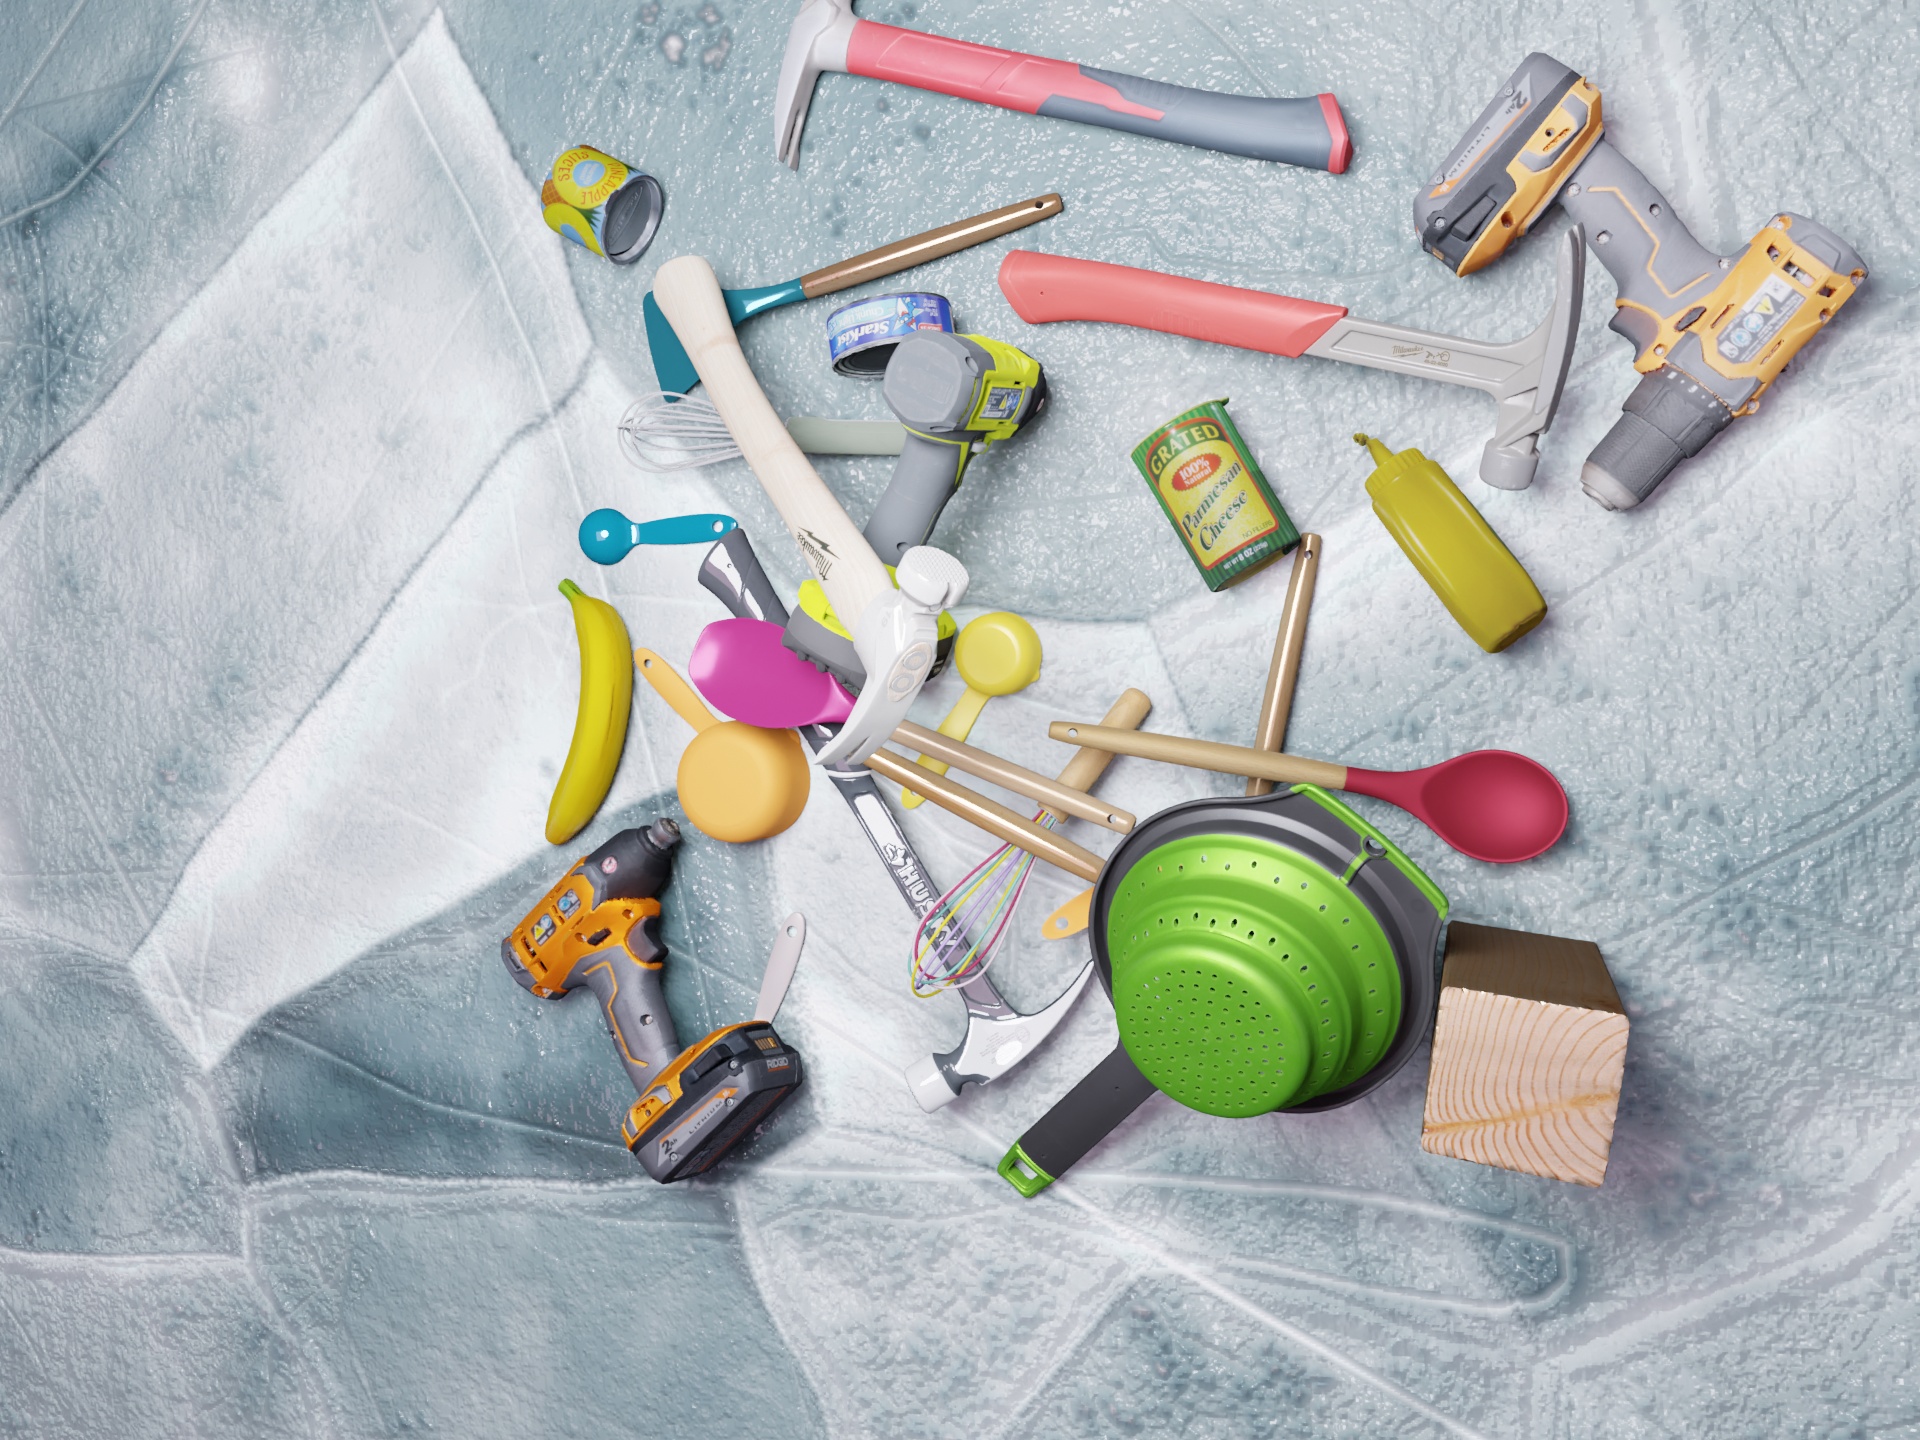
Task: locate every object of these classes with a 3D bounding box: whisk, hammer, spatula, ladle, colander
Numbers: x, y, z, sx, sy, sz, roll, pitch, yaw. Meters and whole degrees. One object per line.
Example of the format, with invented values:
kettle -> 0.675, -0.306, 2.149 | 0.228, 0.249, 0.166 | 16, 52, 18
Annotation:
whisk -> 0.045, 0.079, 1.031 | 0.047, 0.051, 0.245 | 41, 82, -25
hammer -> 0.060, -0.396, 1.037 | 0.386, 0.038, 0.143 | 19, 99, 17
spatula -> -0.080, -0.305, 1.096 | 0.317, 0.044, 0.082 | -14, 86, 13
hammer -> 0.185, -0.251, 0.964 | 0.359, 0.037, 0.149 | 19, 124, 26
ladle -> 0.210, 0.032, 0.977 | 0.315, 0.031, 0.069 | 10, 84, 3
colander -> 0.114, 0.205, 0.941 | 0.204, 0.094, 0.397 | 41, 128, 6
whisk -> -0.125, -0.199, 1.103 | 0.246, 0.057, 0.059 | 3, 85, 13
hammer -> -0.119, -0.156, 0.986 | 0.146, 0.038, 0.411 | -60, 44, 32
hammer -> -0.061, 0.050, 1.072 | 0.149, 0.036, 0.409 | -30, 84, 1
ladle -> 0.191, 0.039, 1.004 | 0.078, 0.062, 0.320 | 11, 93, 3

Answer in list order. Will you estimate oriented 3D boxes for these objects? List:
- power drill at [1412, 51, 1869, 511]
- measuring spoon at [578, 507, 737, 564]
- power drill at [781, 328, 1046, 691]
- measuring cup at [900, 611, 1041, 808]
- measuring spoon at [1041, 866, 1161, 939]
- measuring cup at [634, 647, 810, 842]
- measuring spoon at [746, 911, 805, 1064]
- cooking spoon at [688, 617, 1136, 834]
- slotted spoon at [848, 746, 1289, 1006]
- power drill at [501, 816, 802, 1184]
power drill -> 0.369, -0.250, 0.924 | 0.226, 0.084, 0.185 | 40, 105, 8
measuring spoon -> -0.222, -0.137, 1.147 | 0.128, 0.021, 0.042 | -3, 92, 19
power drill -> -0.019, -0.136, 1.015 | 0.080, 0.171, 0.223 | 30, 109, 16
measuring cup -> -0.002, -0.003, 1.077 | 0.062, 0.029, 0.156 | 35, 103, 14
measuring spoon -> 0.104, 0.110, 1.041 | 0.117, 0.011, 0.021 | -31, 83, -1
measuring cup -> -0.184, 0.012, 1.125 | 0.095, 0.052, 0.174 | -45, 81, 15
measuring spoon -> -0.137, 0.194, 1.135 | 0.034, 0.018, 0.124 | 22, 99, 16
cooking spoon -> -0.035, 0.009, 1.031 | 0.319, 0.017, 0.069 | 22, 90, 15
slotted spoon -> 0.064, 0.085, 0.989 | 0.314, 0.031, 0.070 | 27, 88, 11
power drill -> -0.212, 0.188, 1.118 | 0.164, 0.084, 0.227 | -46, 68, 15
